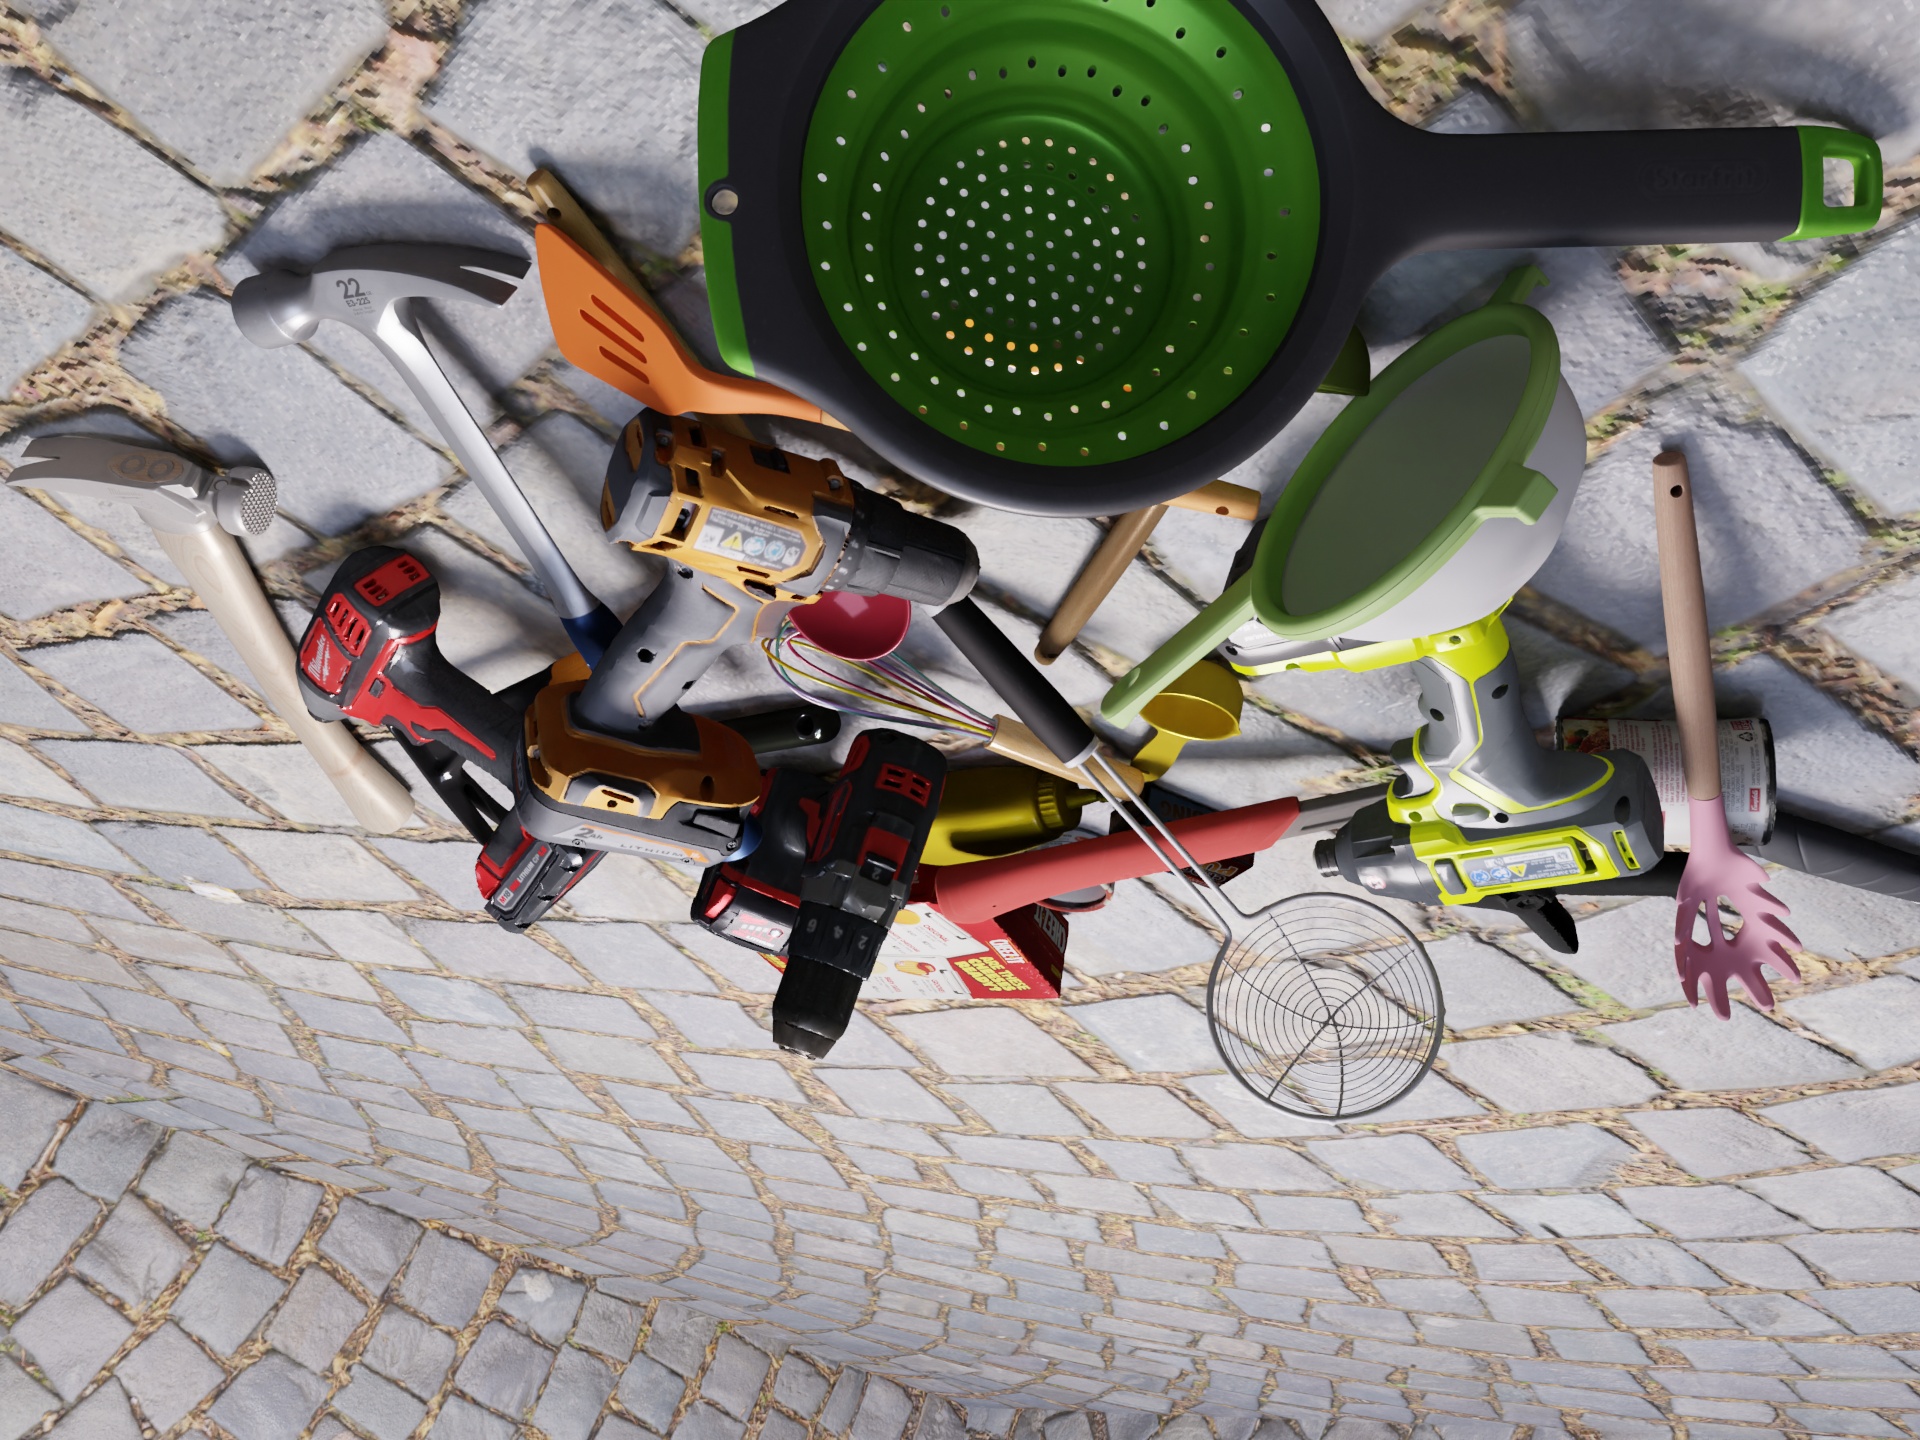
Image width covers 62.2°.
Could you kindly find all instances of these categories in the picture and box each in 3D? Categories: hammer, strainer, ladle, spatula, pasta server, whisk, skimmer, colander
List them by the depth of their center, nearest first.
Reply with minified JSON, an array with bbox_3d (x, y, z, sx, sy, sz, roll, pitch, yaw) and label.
[{"bbox_3d":[0.112,-0.174,0.556,0.397,0.204,0.094,-3,-176,-5],"label":"colander"},{"bbox_3d":[0.157,-0.053,0.643,0.069,0.152,0.256,33,135,-15],"label":"strainer"},{"bbox_3d":[-0.031,-0.134,0.672,0.322,0.041,0.081,14,149,3],"label":"spatula"},{"bbox_3d":[0.090,-0.091,0.740,0.078,0.062,0.320,6,154,-15],"label":"ladle"},{"bbox_3d":[0.352,0.017,0.749,0.060,0.040,0.316,-17,122,10],"label":"pasta server"},{"bbox_3d":[-0.110,-0.134,0.764,0.069,0.031,0.315,-17,139,18],"label":"ladle"},{"bbox_3d":[-0.200,-0.067,0.831,0.144,0.035,0.405,-5,134,24],"label":"hammer"},{"bbox_3d":[0.112,0.063,0.851,0.363,0.127,0.090,47,176,-12],"label":"skimmer"},{"bbox_3d":[0.575,0.099,0.903,0.409,0.036,0.149,17,148,-7],"label":"hammer"},{"bbox_3d":[-0.002,-0.004,0.927,0.244,0.051,0.047,21,170,-17],"label":"whisk"},{"bbox_3d":[0.151,0.063,0.931,0.359,0.037,0.149,-14,143,19],"label":"hammer"},{"bbox_3d":[-0.224,-0.019,0.954,0.337,0.034,0.127,-20,109,37],"label":"hammer"},{"bbox_3d":[-0.183,0.018,1.029,0.246,0.058,0.059,-9,178,26],"label":"whisk"},{"bbox_3d":[-0.453,-0.035,1.038,0.146,0.038,0.410,10,149,6],"label":"hammer"}]

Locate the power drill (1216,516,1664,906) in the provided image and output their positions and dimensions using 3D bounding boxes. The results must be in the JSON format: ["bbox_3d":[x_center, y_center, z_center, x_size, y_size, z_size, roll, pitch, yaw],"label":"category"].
[{"bbox_3d":[0.219,0.000,0.767,0.171,0.080,0.223,-13,126,34],"label":"power drill"}]

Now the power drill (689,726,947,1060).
[{"bbox_3d":[-0.092,0.105,0.962,0.080,0.188,0.227,24,165,-20],"label":"power drill"}]

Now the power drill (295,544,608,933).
[{"bbox_3d":[-0.302,0.013,0.948,0.219,0.078,0.143,45,130,-2],"label":"power drill"}]

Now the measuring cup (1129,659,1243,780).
[{"bbox_3d":[0.122,0.002,0.919,0.062,0.029,0.156,17,161,-1],"label":"measuring cup"}]

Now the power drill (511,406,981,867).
[{"bbox_3d":[-0.110,-0.033,0.791,0.185,0.084,0.226,13,124,-28],"label":"power drill"}]

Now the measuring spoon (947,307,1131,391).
[{"bbox_3d":[0.032,-0.161,0.690,0.117,0.011,0.021,19,149,-4],"label":"measuring spoon"}]
